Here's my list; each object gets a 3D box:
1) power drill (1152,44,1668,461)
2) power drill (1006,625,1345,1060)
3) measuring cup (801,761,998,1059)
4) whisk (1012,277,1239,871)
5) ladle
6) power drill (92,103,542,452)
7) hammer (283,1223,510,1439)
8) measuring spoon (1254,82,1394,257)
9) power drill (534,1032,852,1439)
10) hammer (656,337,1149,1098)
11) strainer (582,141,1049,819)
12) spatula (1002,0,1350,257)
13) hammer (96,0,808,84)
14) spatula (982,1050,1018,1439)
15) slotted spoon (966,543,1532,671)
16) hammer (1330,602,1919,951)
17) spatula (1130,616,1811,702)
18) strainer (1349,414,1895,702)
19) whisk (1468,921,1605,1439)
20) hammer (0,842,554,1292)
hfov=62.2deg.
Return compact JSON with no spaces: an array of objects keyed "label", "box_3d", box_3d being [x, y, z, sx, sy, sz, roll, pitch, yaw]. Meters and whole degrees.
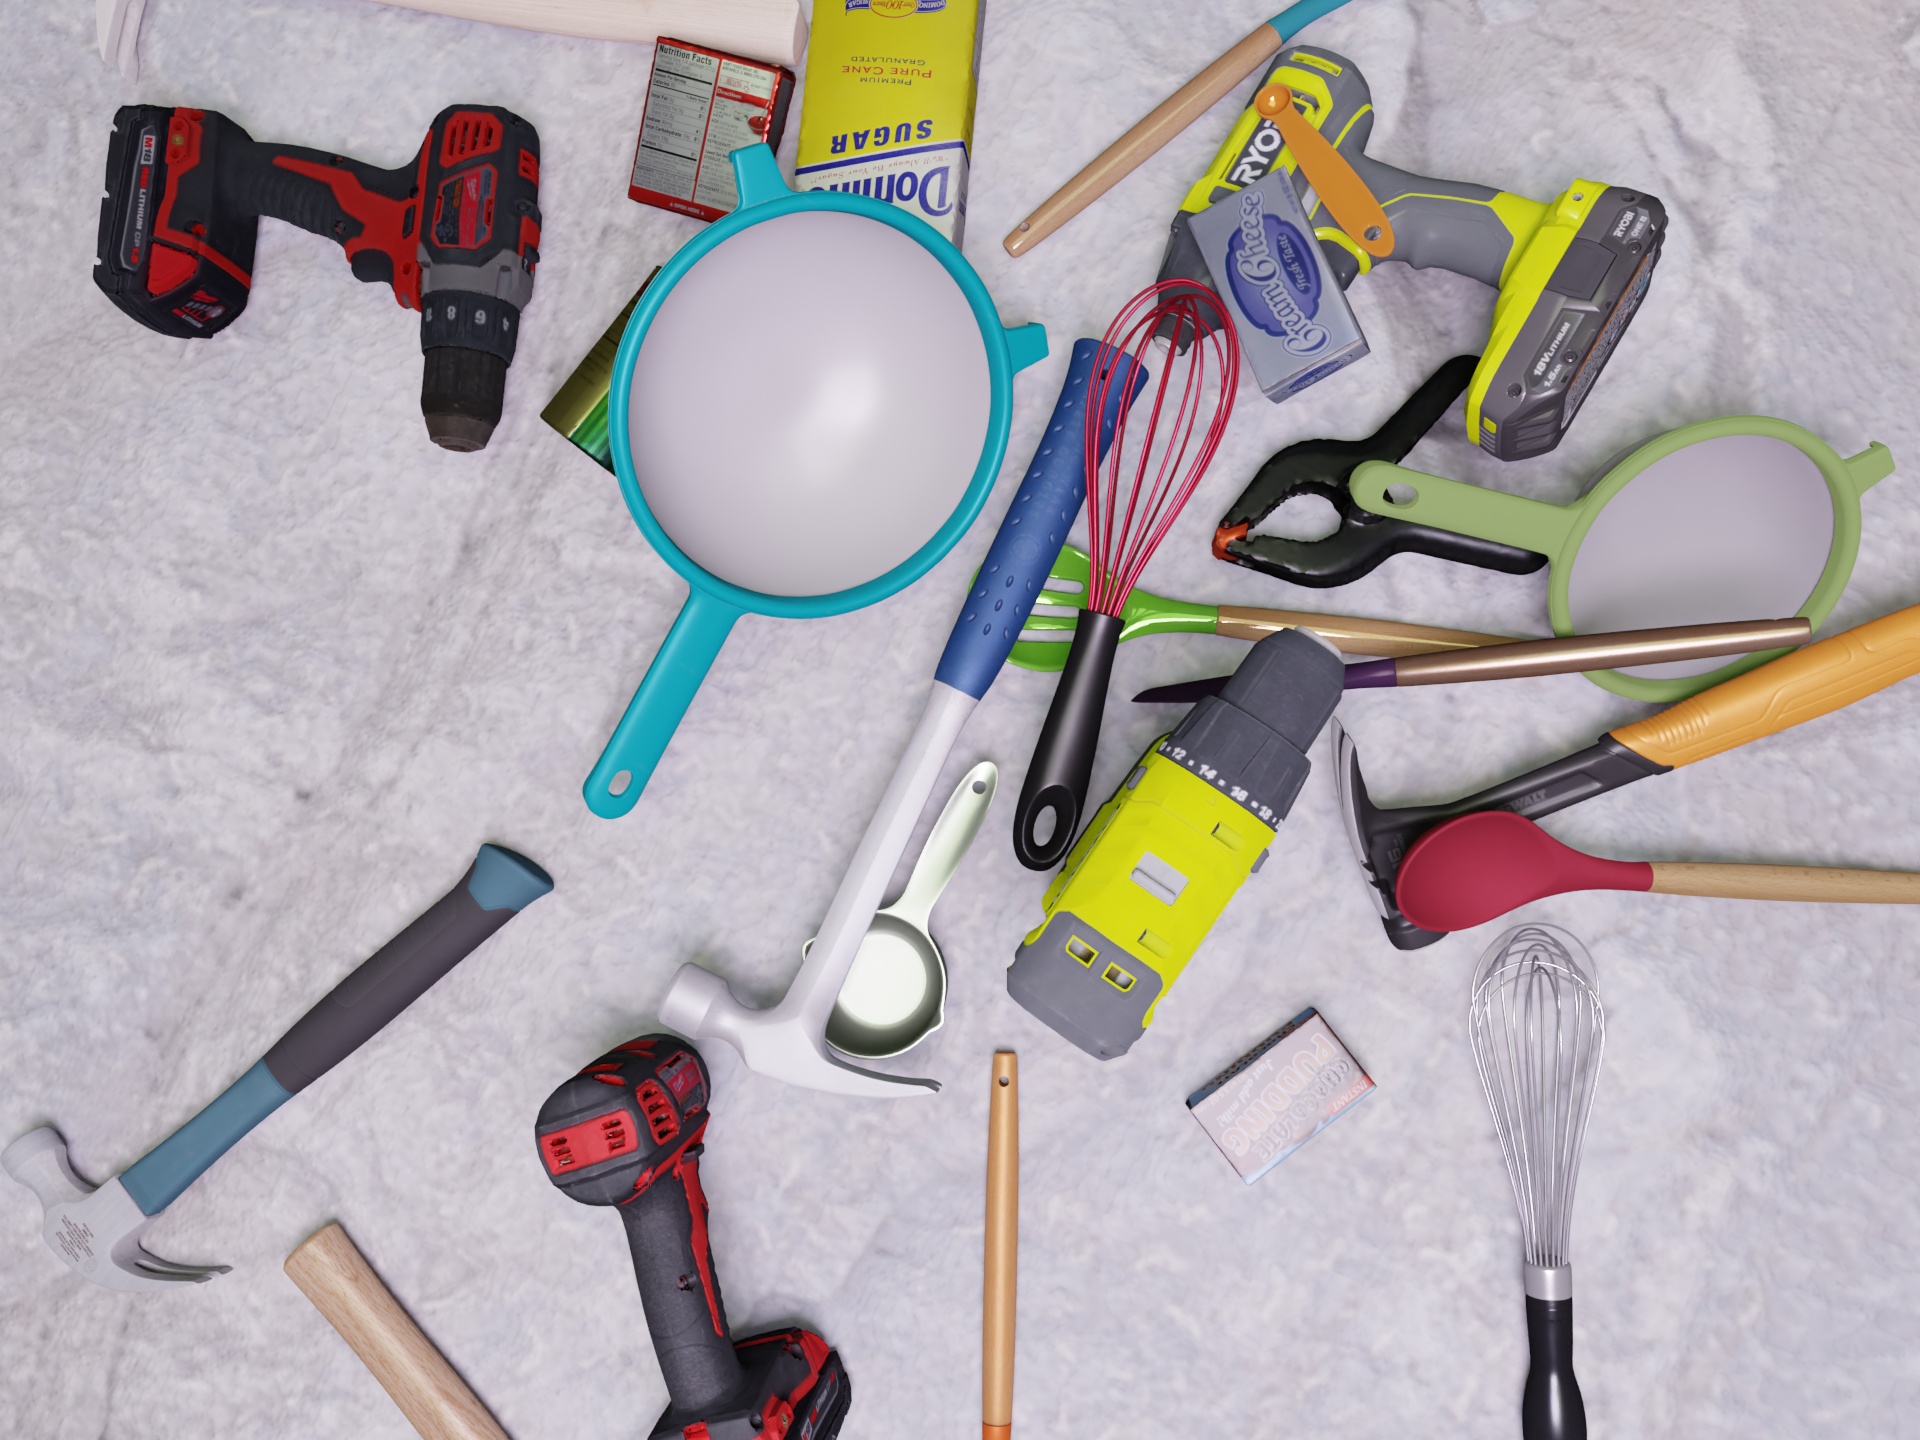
[{"label":"power drill","box_3d":[0.218,-0.229,0.806,0.223,0.080,0.171,30,87,22]},{"label":"power drill","box_3d":[0.101,0.053,0.728,0.080,0.228,0.190,34,89,7]},{"label":"measuring cup","box_3d":[-0.022,0.097,0.834,0.083,0.038,0.167,28,86,7]},{"label":"whisk","box_3d":[0.073,-0.070,0.772,0.073,0.073,0.296,15,91,7]},{"label":"ladle","box_3d":[0.359,0.077,0.775,0.315,0.031,0.069,3,119,-7]},{"label":"power drill","box_3d":[-0.347,-0.247,0.880,0.226,0.080,0.188,4,86,3]},{"label":"hammer","box_3d":[-0.236,0.397,0.830,0.130,0.031,0.331,-43,82,1]},{"label":"measuring spoon","box_3d":[0.181,-0.272,0.789,0.021,0.011,0.117,-34,69,13]},{"label":"power drill","box_3d":[-0.132,0.263,0.784,0.078,0.143,0.219,-20,90,8]},{"label":"hammer","box_3d":[-0.001,-0.003,0.805,0.144,0.035,0.405,25,85,5]},{"label":"strainer","box_3d":[-0.117,-0.111,0.826,0.210,0.095,0.340,24,101,-33]},{"label":"spatula","box_3d":[0.145,-0.361,0.856,0.317,0.044,0.082,-39,59,3]},{"label":"hammer","box_3d":[-0.291,-0.411,0.907,0.410,0.038,0.146,11,87,6]},{"label":"spatula","box_3d":[0.019,0.333,0.806,0.081,0.041,0.323,1,84,6]},{"label":"slotted spoon","box_3d":[0.160,-0.048,0.835,0.314,0.031,0.070,6,86,4]},{"label":"hammer","box_3d":[0.350,0.000,0.776,0.337,0.034,0.127,-22,111,5]},{"label":"spatula","box_3d":[0.239,-0.026,0.776,0.316,0.060,0.018,-6,99,18]},{"label":"strainer","box_3d":[0.305,-0.098,0.780,0.256,0.069,0.151,11,119,-10]},{"label":"whisk","box_3d":[0.287,0.242,0.784,0.070,0.070,0.284,-2,89,5]},{"label":"hammer","box_3d":[-0.358,0.181,0.861,0.331,0.033,0.128,-40,82,1]}]
